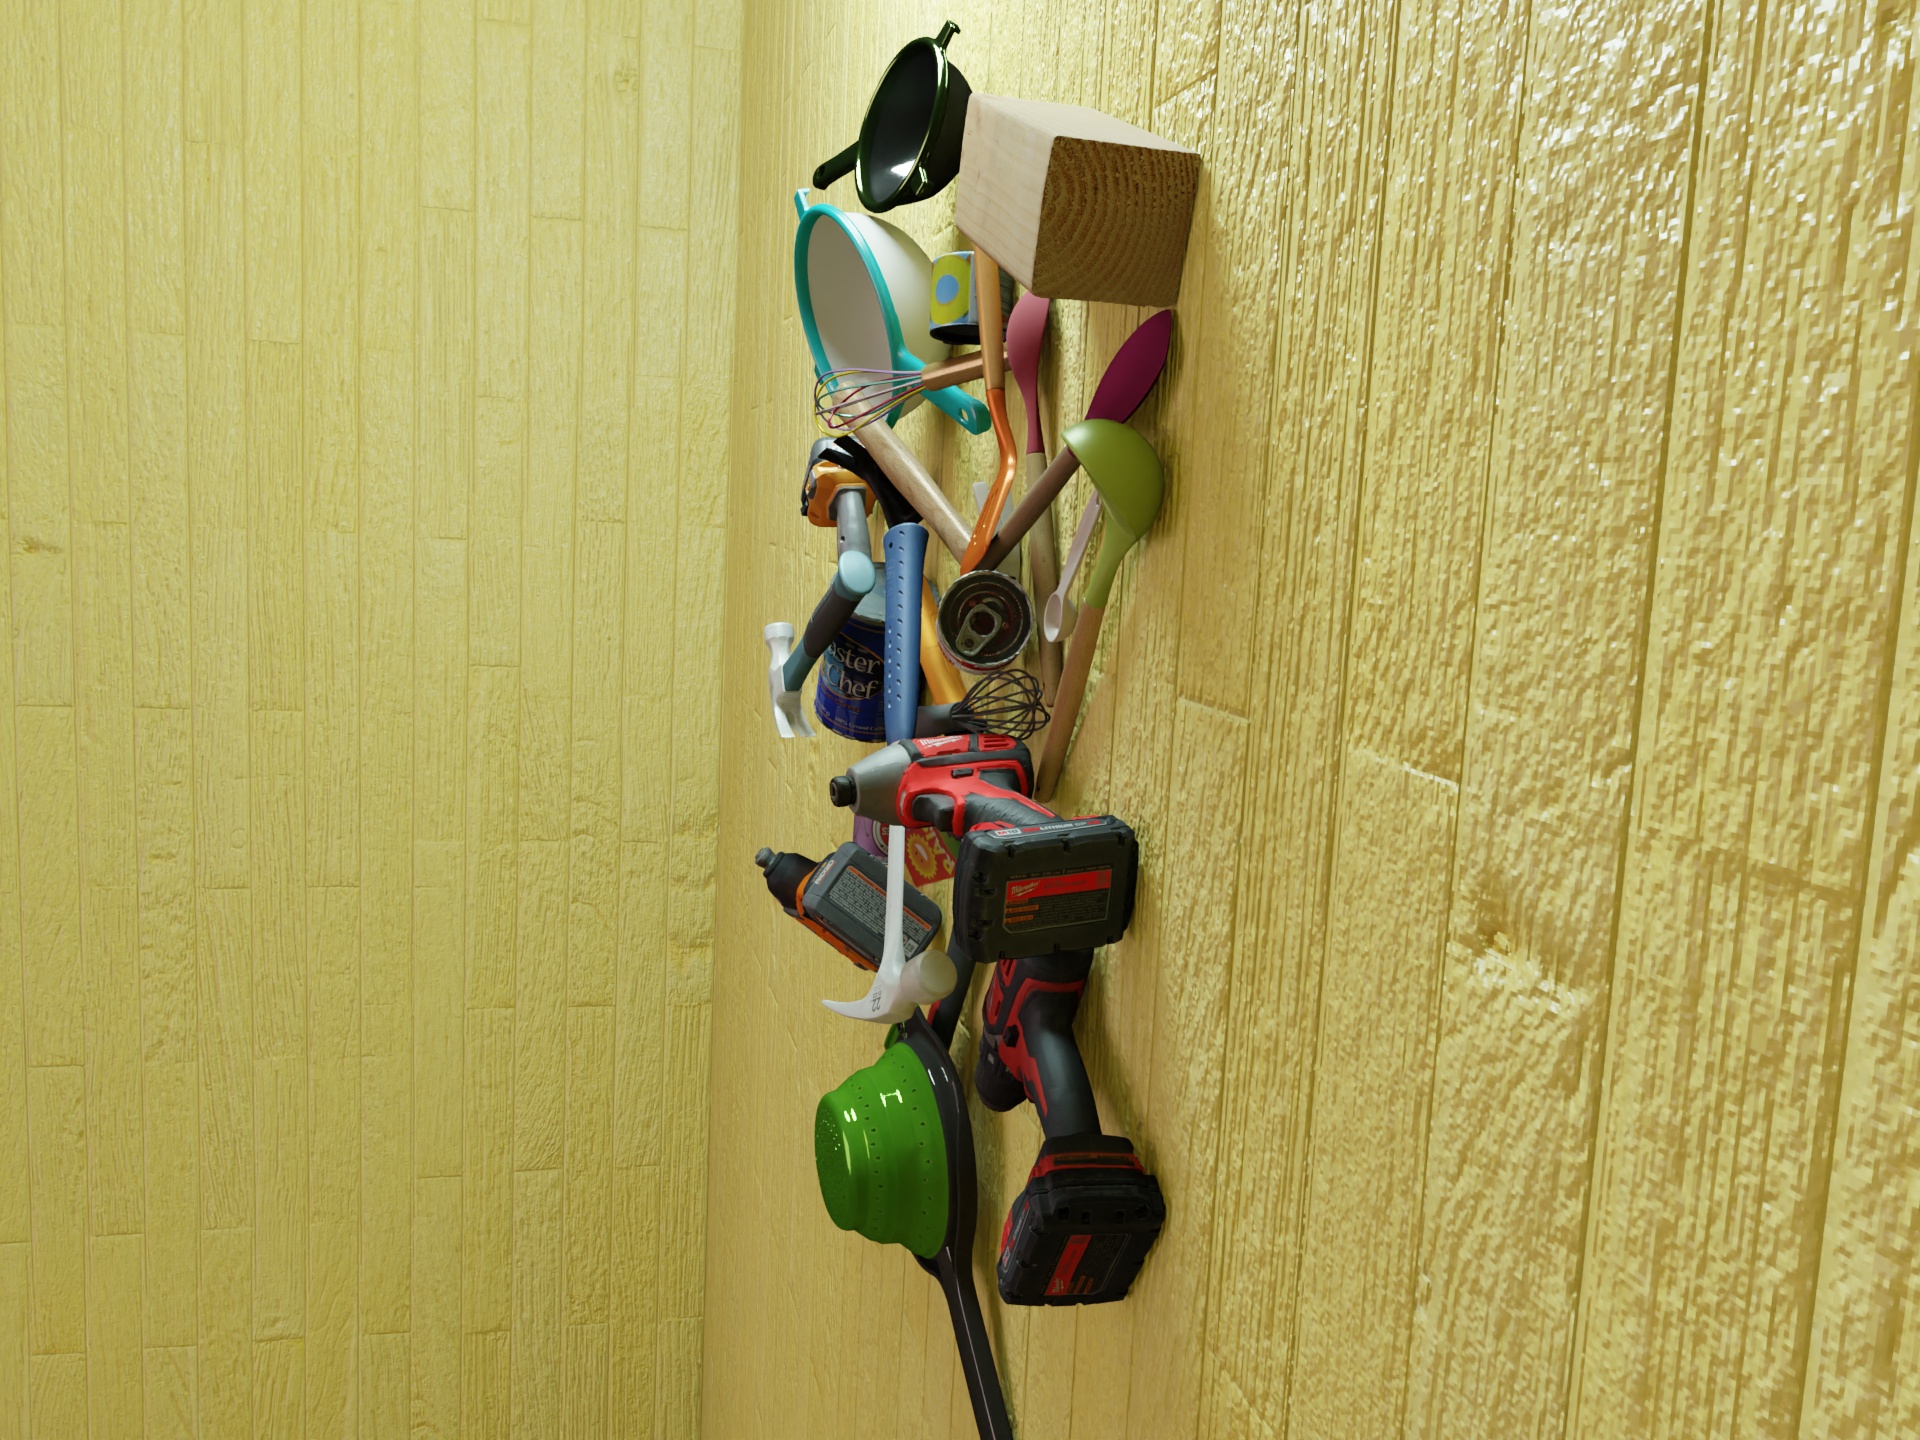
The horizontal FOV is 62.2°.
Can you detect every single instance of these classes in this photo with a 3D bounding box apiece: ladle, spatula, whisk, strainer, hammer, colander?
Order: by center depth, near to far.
[{"bbox_3d":[0.071,-0.055,1.023,0.320,0.062,0.078,102,148,-44],"label":"ladle"},{"bbox_3d":[0.057,-0.165,1.141,0.069,0.031,0.315,138,130,-75],"label":"ladle"},{"bbox_3d":[0.016,-0.269,1.188,0.081,0.041,0.323,151,116,-75],"label":"spatula"},{"bbox_3d":[-0.050,0.032,1.204,0.144,0.035,0.406,-37,44,49],"label":"hammer"},{"bbox_3d":[-0.003,-0.003,1.222,0.239,0.055,0.055,-11,78,62],"label":"whisk"},{"bbox_3d":[-0.044,0.424,1.268,0.204,0.094,0.398,114,146,-51],"label":"colander"},{"bbox_3d":[-0.039,-0.270,1.293,0.245,0.051,0.047,-3,62,45],"label":"whisk"},{"bbox_3d":[-0.035,-0.197,1.335,0.332,0.031,0.130,55,142,42],"label":"hammer"},{"bbox_3d":[-0.015,0.276,1.359,0.143,0.038,0.386,-105,22,-44],"label":"hammer"},{"bbox_3d":[-0.042,-0.114,1.388,0.034,0.127,0.337,-37,47,21],"label":"hammer"},{"bbox_3d":[-0.036,-0.340,1.409,0.341,0.095,0.210,46,149,44],"label":"strainer"},{"bbox_3d":[-0.054,-0.509,1.428,0.256,0.069,0.151,5,85,61],"label":"strainer"},{"bbox_3d":[-0.130,-0.075,1.434,0.331,0.033,0.128,136,129,-66],"label":"hammer"}]

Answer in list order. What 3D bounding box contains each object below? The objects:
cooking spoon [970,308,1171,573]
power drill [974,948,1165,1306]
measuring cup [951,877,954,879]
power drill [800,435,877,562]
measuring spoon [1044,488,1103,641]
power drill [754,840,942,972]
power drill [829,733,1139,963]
[{"bbox_3d":[0.068,-0.167,1.055,0.318,0.017,0.069,134,149,-60],"label":"cooking spoon"},{"bbox_3d":[0.054,0.259,1.030,0.227,0.080,0.187,-100,18,-46],"label":"power drill"},{"bbox_3d":[-0.018,0.088,1.335,0.083,0.038,0.167,36,145,29],"label":"measuring cup"},{"bbox_3d":[-0.121,-0.169,1.723,0.185,0.084,0.226,119,144,-64],"label":"power drill"},{"bbox_3d":[0.083,-0.106,1.067,0.034,0.018,0.124,-109,31,-52],"label":"measuring spoon"},{"bbox_3d":[-0.116,0.173,1.520,0.084,0.164,0.226,-54,9,-15],"label":"power drill"},{"bbox_3d":[0.010,0.069,1.032,0.220,0.143,0.078,-139,49,-59],"label":"power drill"}]
